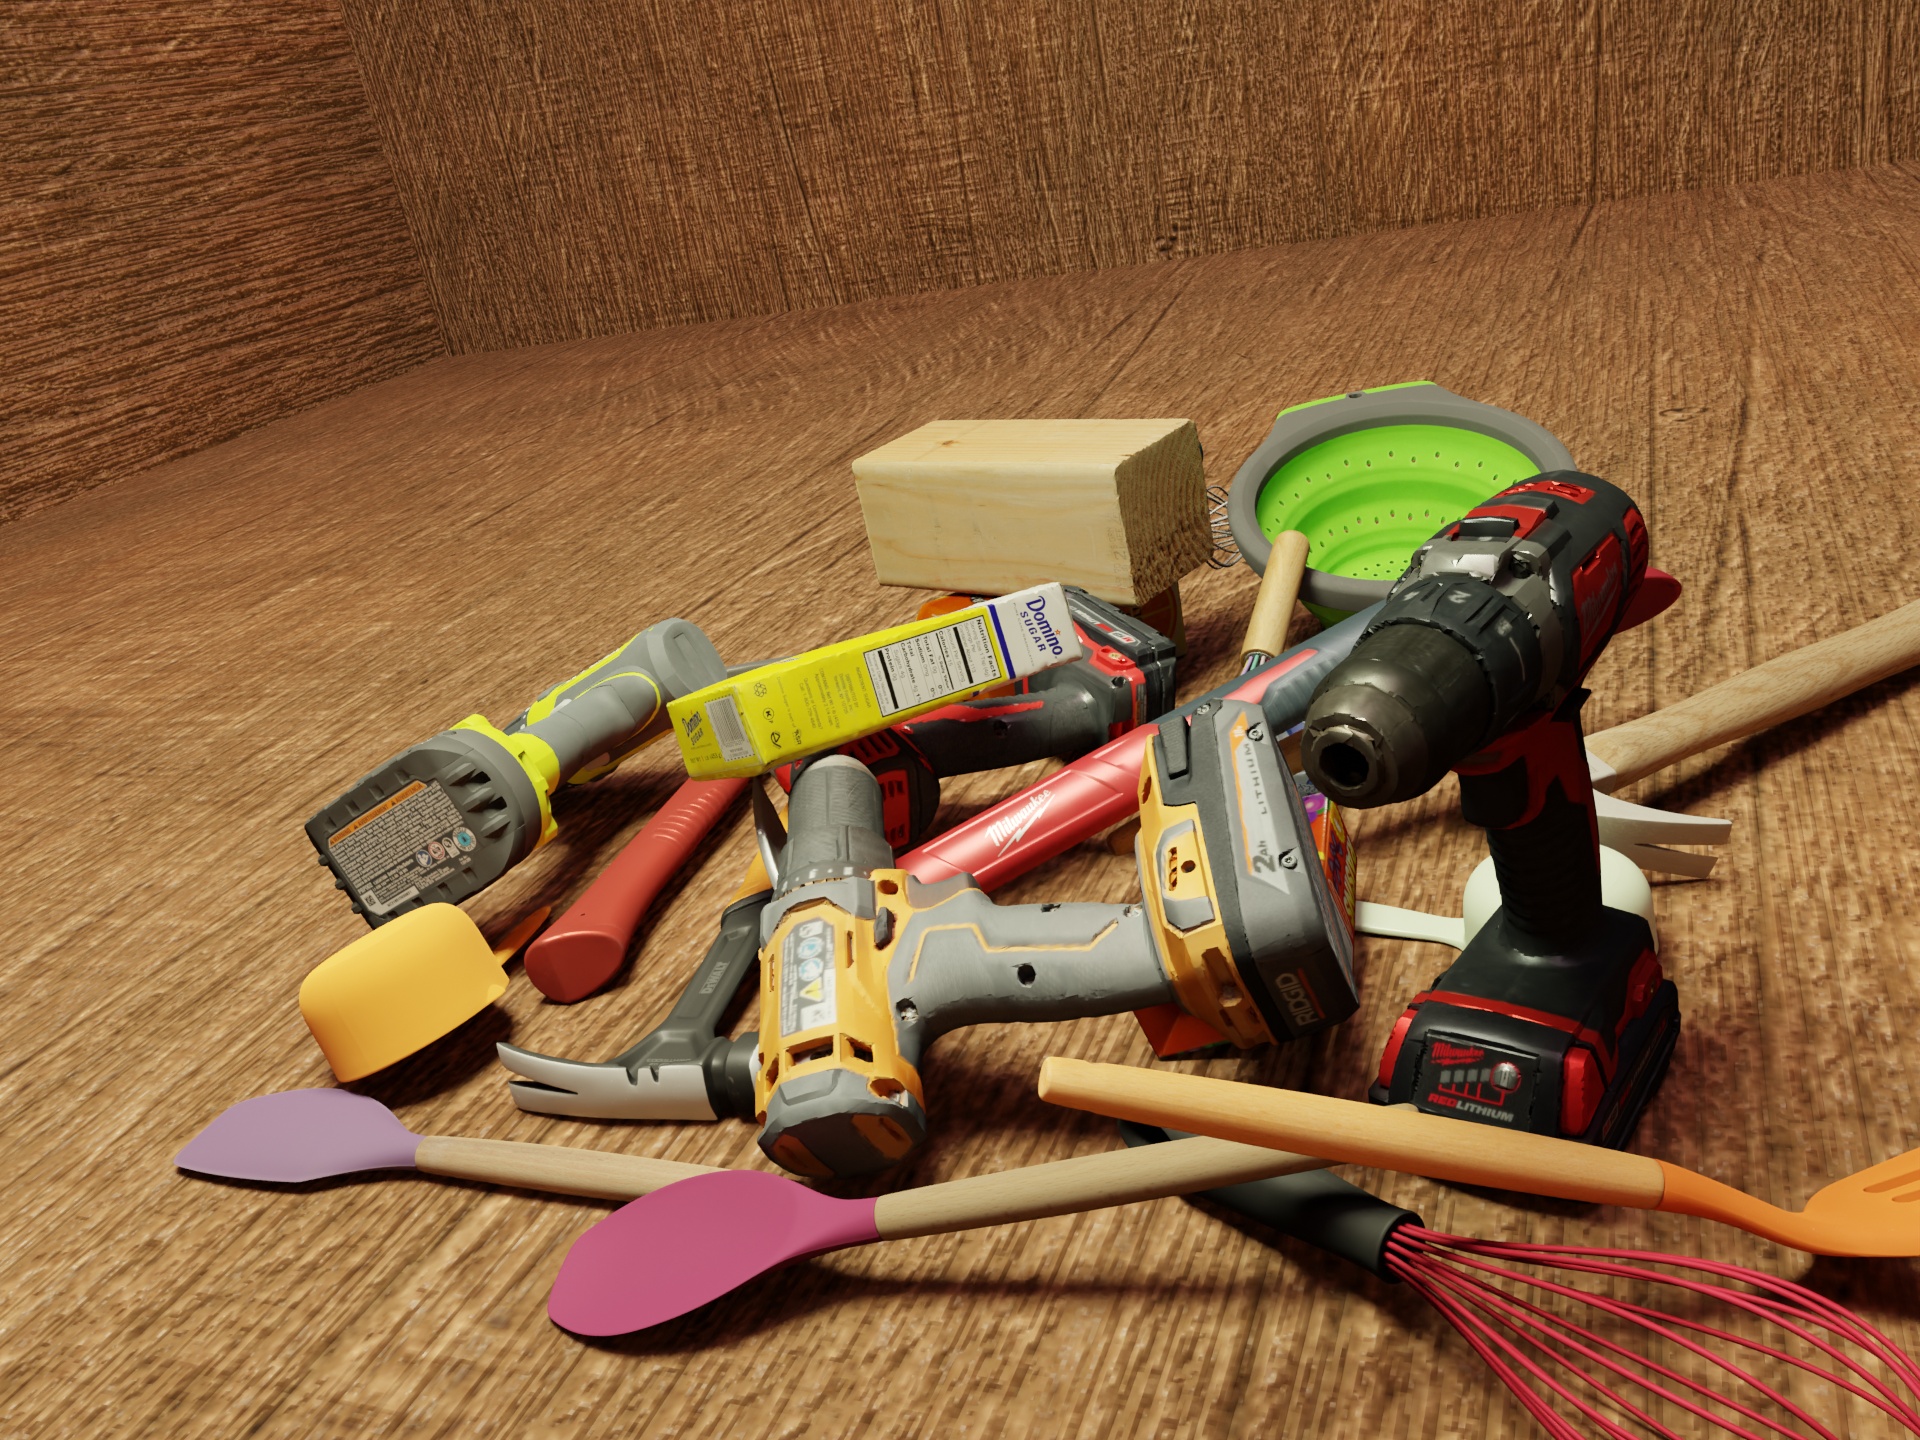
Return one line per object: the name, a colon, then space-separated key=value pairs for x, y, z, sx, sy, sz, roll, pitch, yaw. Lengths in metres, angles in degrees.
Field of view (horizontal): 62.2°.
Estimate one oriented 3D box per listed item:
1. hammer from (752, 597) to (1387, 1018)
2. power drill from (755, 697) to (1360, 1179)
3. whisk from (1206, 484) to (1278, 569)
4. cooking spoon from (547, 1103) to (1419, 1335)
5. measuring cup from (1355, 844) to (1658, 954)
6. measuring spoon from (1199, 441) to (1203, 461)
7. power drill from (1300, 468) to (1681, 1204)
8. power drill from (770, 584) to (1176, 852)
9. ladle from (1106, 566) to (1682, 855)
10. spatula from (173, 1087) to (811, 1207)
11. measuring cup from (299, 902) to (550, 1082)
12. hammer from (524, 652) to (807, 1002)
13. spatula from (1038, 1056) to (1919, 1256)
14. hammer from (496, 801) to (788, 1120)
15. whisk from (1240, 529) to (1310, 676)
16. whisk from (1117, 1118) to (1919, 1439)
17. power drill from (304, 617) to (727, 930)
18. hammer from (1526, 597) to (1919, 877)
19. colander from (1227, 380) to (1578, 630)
hammer: x=0.093 y=0.001 z=0.734 sx=0.386 sy=0.038 sz=0.143 roll=-28 pitch=56 yaw=-6
power drill: x=0.023 y=0.066 z=0.627 sx=0.226 sy=0.084 sz=0.186 roll=-19 pitch=46 yaw=14
whisk: x=0.203 y=-0.132 z=1.095 sx=0.058 sy=0.059 sz=0.246 roll=-31 pitch=-10 yaw=30
cooking spoon: x=-0.003 y=0.166 z=0.541 sx=0.319 sy=0.017 sz=0.069 roll=-16 pitch=28 yaw=18
measuring cup: x=0.210 y=0.075 z=0.685 sx=0.168 sy=0.038 sz=0.083 roll=4 pitch=28 yaw=32
measuring spoon: x=0.110 y=-0.137 z=1.024 sx=0.042 sy=0.021 sz=0.128 roll=-23 pitch=-11 yaw=-46
power drill: x=0.175 y=0.046 z=0.526 sx=0.080 sy=0.226 sz=0.188 roll=7 pitch=29 yaw=38
power drill: x=-0.001 y=-0.003 z=0.873 sx=0.219 sy=0.078 sz=0.143 roll=-17 pitch=31 yaw=-27
ladle: x=0.209 y=-0.007 z=0.765 sx=0.315 sy=0.069 sz=0.031 roll=-25 pitch=67 yaw=-11
spatula: x=-0.200 y=0.181 z=0.661 sx=0.316 sy=0.018 sz=0.060 roll=-1 pitch=27 yaw=25
measuring cup: x=-0.255 y=0.111 z=0.785 sx=0.095 sy=0.052 sz=0.174 roll=-25 pitch=11 yaw=19
hammer: x=-0.157 y=0.045 z=0.927 sx=0.149 sy=0.036 sz=0.359 roll=-8 pitch=23 yaw=22
spatula: x=0.183 y=0.124 z=0.471 sx=0.322 sy=0.041 sz=0.081 roll=11 pitch=-5 yaw=-5
hammer: x=-0.104 y=0.087 z=0.815 sx=0.127 sy=0.034 sz=0.337 roll=-3 pitch=24 yaw=16
whisk: x=0.149 y=-0.017 z=0.836 sx=0.047 sy=0.051 sz=0.245 roll=-10 pitch=41 yaw=35
whisk: x=0.149 y=0.166 z=0.481 sx=0.073 sy=0.073 sz=0.296 roll=-26 pitch=21 yaw=-30
power drill: x=-0.255 y=0.031 z=0.904 sx=0.190 sy=0.080 sz=0.228 roll=-28 pitch=8 yaw=27
hammer: x=0.385 y=-0.007 z=0.774 sx=0.331 sy=0.031 sz=0.130 roll=-17 pitch=43 yaw=-26
colander: x=0.276 y=-0.054 z=0.921 sx=0.204 sy=0.094 sz=0.398 roll=-11 pitch=41 yaw=6
